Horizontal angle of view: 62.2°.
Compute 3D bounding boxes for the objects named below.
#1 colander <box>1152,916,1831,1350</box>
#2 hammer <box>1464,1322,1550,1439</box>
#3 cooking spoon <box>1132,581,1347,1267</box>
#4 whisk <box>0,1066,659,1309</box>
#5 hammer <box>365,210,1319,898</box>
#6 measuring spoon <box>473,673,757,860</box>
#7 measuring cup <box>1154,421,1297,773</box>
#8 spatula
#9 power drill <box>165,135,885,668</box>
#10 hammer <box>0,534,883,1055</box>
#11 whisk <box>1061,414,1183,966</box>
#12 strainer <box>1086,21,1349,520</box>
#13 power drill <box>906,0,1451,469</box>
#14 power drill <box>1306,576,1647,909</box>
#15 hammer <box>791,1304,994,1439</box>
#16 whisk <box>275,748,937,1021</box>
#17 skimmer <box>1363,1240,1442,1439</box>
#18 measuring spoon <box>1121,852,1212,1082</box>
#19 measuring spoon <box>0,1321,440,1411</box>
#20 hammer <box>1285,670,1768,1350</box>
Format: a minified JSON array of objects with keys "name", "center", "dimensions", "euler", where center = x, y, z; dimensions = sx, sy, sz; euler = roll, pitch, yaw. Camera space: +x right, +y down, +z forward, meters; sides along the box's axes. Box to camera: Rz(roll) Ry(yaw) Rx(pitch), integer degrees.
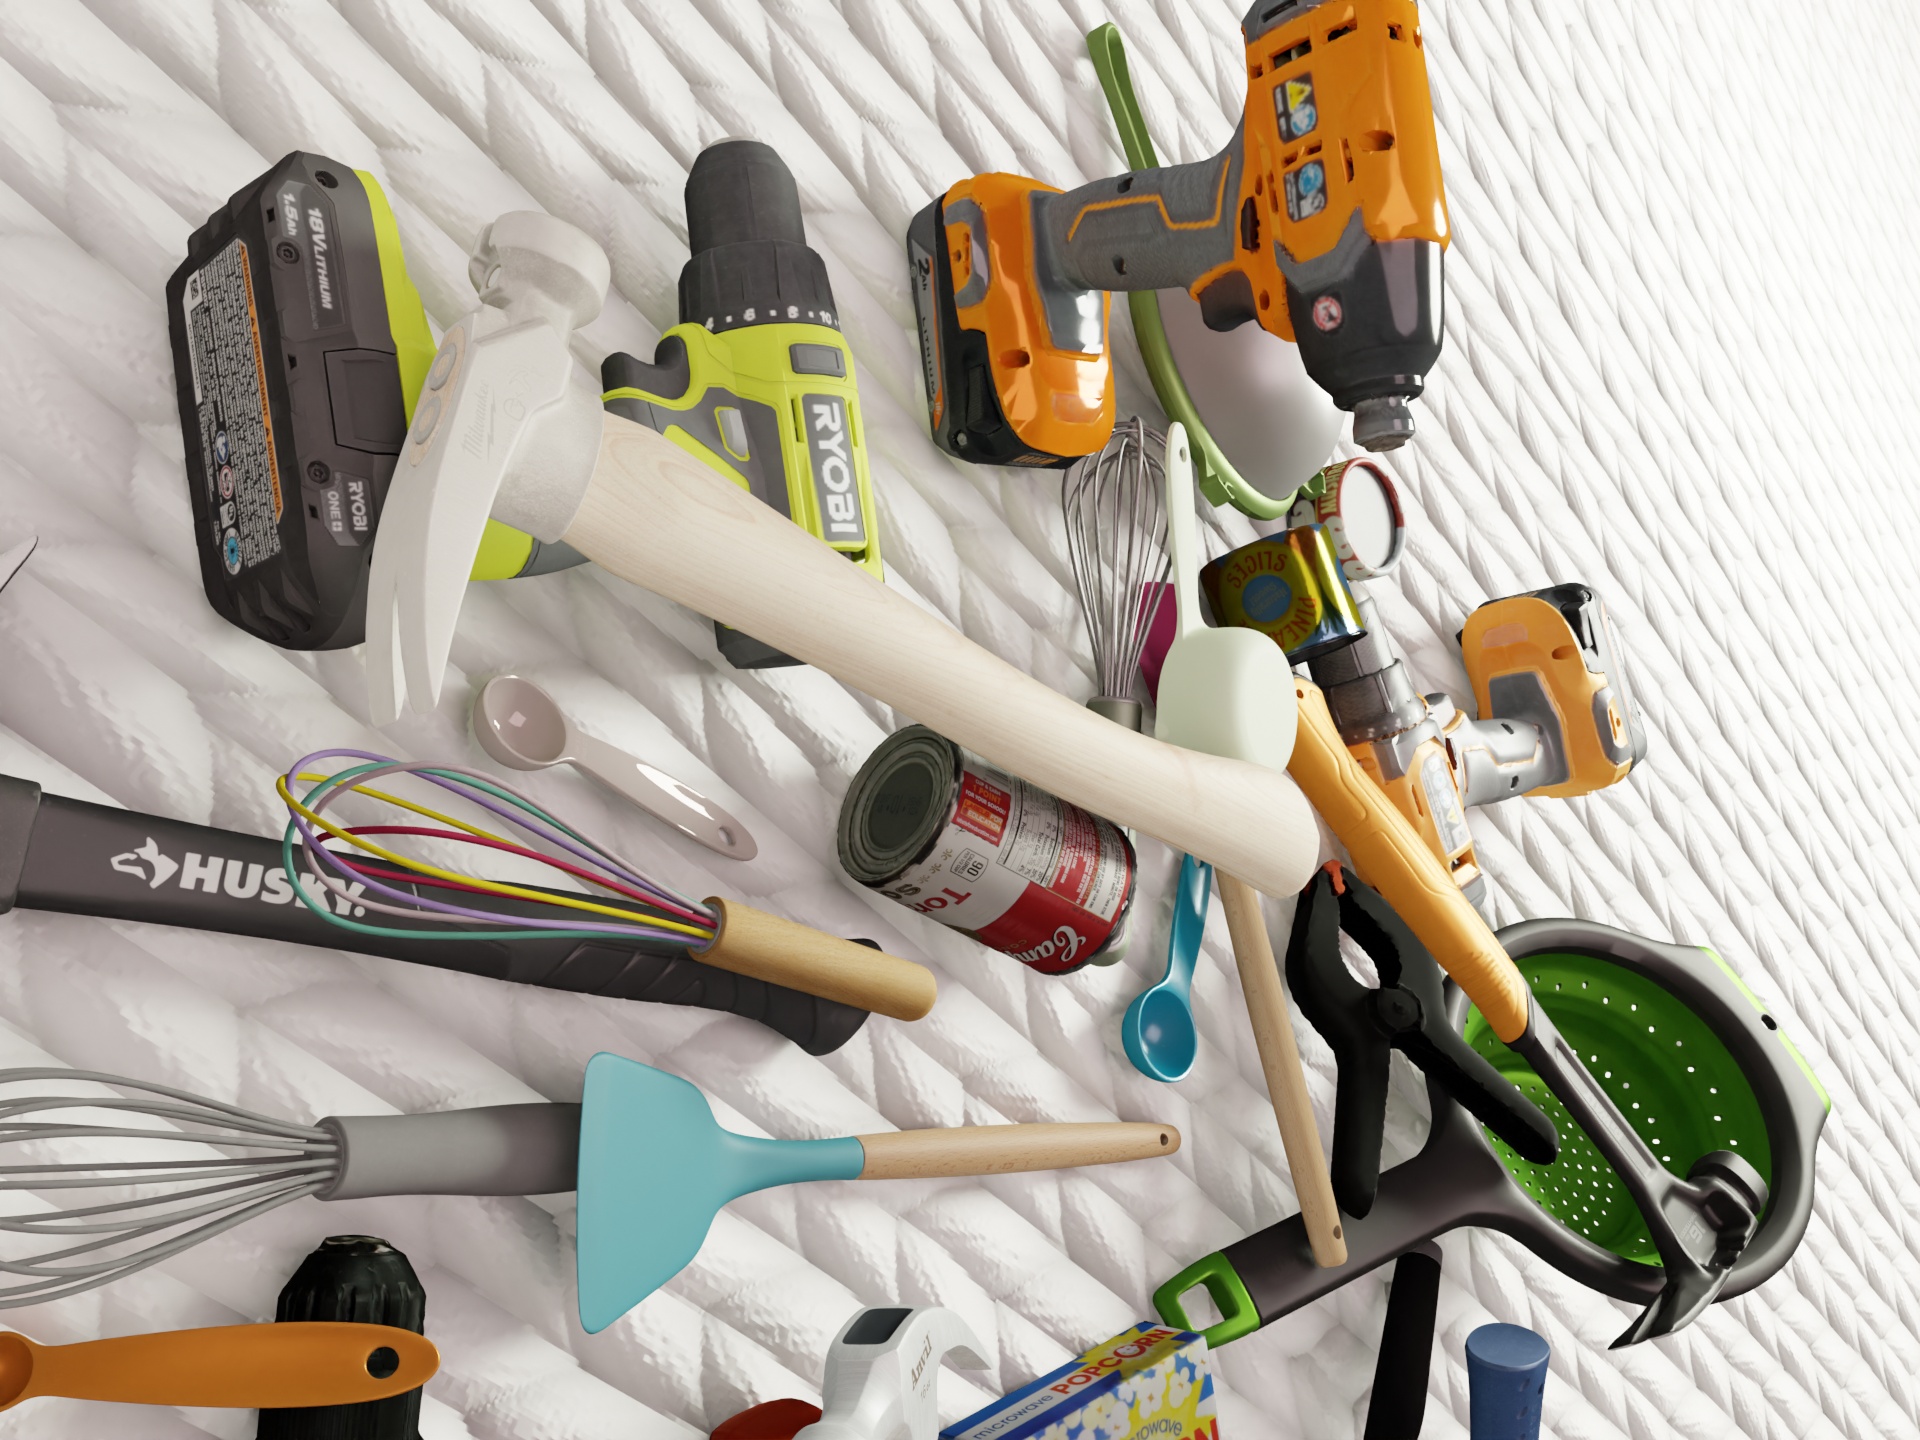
[{"name":"colander","center":[0.254,0.233,0.798],"dimensions":[0.397,0.094,0.205],"euler":[-15,59,-25]},{"name":"hammer","center":[0.240,0.472,0.721],"dimensions":[0.144,0.035,0.405],"euler":[-6,99,-44]},{"name":"cooking spoon","center":[0.129,0.087,0.729],"dimensions":[0.068,0.017,0.319],"euler":[-1,74,-46]},{"name":"whisk","center":[-0.173,0.124,0.440],"dimensions":[0.238,0.055,0.055],"euler":[15,72,-52]},{"name":"hammer","center":[-0.001,-0.002,0.545],"dimensions":[0.410,0.038,0.146],"euler":[27,63,-40]},{"name":"measuring spoon","center":[-0.118,0.023,0.547],"dimensions":[0.124,0.018,0.034],"euler":[36,33,-39]},{"name":"measuring cup","center":[0.116,-0.048,0.696],"dimensions":[0.083,0.038,0.167],"euler":[-22,109,-51]},{"name":"spatula","center":[-0.014,0.165,0.594],"dimensions":[0.317,0.044,0.082],"euler":[10,73,-42]},{"name":"power drill","center":[-0.125,-0.110,0.523],"dimensions":[0.228,0.080,0.190],"euler":[-6,87,-46]},{"name":"hammer","center":[-0.158,0.056,0.489],"dimensions":[0.334,0.035,0.146],"euler":[18,71,-39]},{"name":"whisk","center":[0.069,-0.015,0.703],"dimensions":[0.058,0.059,0.246],"euler":[4,82,-3]},{"name":"strainer","center":[0.129,-0.226,0.762],"dimensions":[0.151,0.069,0.256],"euler":[-15,85,-58]},{"name":"power drill","center":[0.084,-0.165,0.618],"dimensions":[0.084,0.226,0.164],"euler":[-5,86,-43]},{"name":"power drill","center":[0.272,-0.010,0.868],"dimensions":[0.226,0.084,0.185],"euler":[-25,97,-38]},{"name":"hammer","center":[-0.004,0.352,0.536],"dimensions":[0.128,0.033,0.331],"euler":[-43,126,-71]},{"name":"whisk","center":[-0.095,0.062,0.494],"dimensions":[0.244,0.047,0.051],"euler":[26,66,-41]},{"name":"skimmer","center":[0.158,0.370,0.686],"dimensions":[0.090,0.127,0.363],"euler":[50,44,-23]},{"name":"measuring spoon","center":[0.095,0.106,0.728],"dimensions":[0.042,0.021,0.129],"euler":[41,48,-29]},{"name":"measuring spoon","center":[-0.197,0.169,0.416],"dimensions":[0.117,0.011,0.021],"euler":[4,63,-14]},{"name":"hammer","center":[0.240,0.120,0.743],"dimensions":[0.127,0.034,0.337],"euler":[-27,77,-42]}]
